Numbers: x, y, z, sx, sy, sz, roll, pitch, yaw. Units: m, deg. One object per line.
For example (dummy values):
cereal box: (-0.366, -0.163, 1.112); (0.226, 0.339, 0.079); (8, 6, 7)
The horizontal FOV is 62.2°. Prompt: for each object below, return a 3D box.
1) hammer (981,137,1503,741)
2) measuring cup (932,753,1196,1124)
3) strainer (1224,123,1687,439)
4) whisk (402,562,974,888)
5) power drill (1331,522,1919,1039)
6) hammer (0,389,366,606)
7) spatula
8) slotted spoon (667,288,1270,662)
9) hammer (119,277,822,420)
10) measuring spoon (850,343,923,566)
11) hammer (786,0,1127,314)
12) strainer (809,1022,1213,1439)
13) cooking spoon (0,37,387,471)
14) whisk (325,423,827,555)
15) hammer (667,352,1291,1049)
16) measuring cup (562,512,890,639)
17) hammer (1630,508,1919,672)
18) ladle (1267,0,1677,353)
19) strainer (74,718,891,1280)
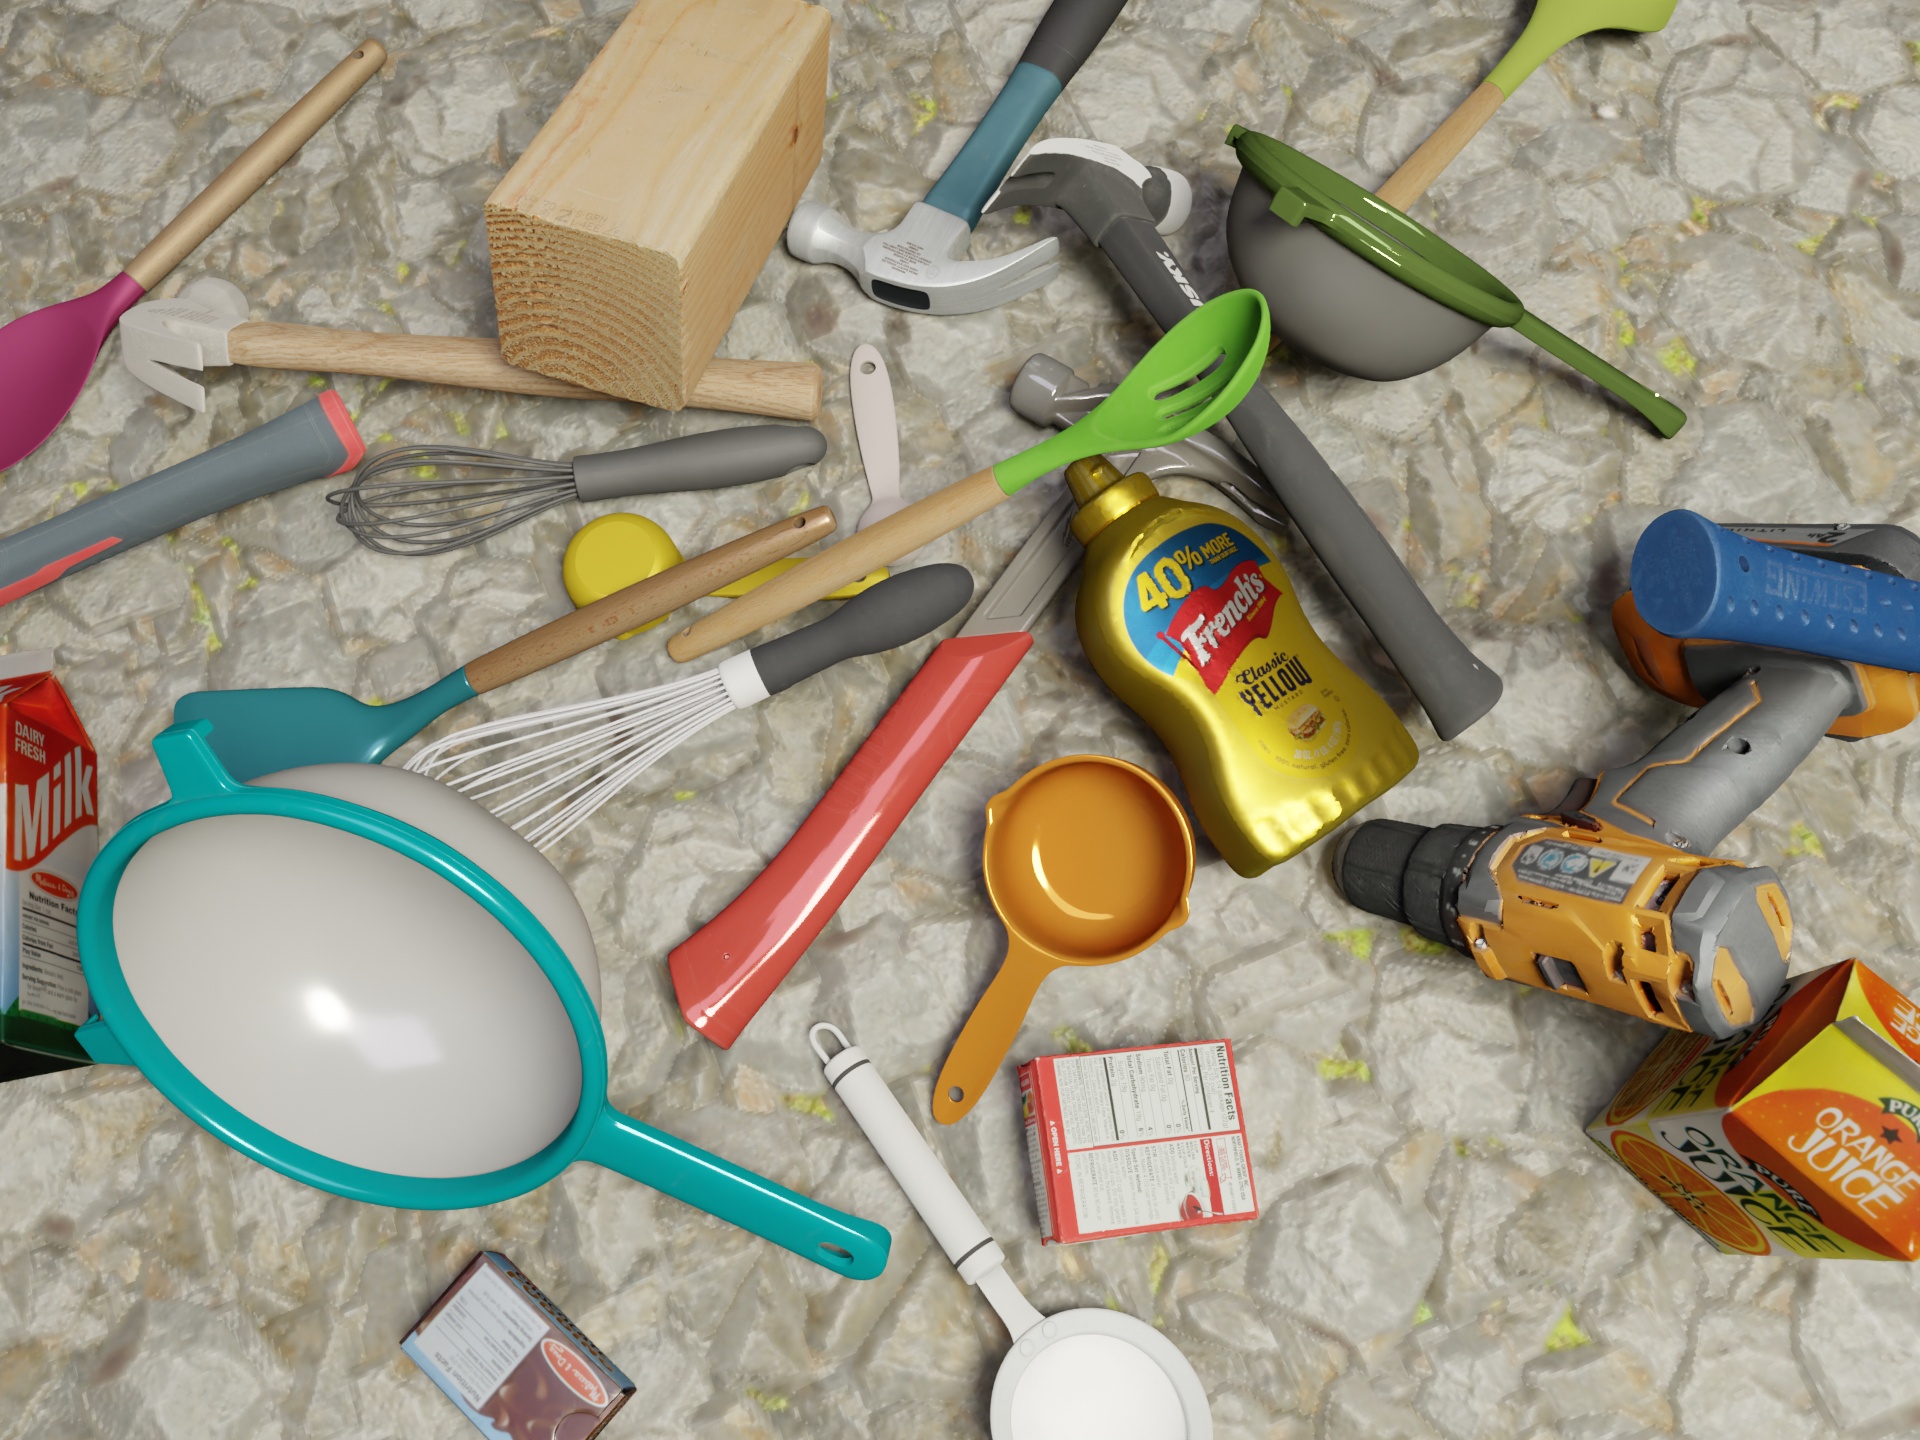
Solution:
hammer: (0.132, -0.134, 0.712); (0.146, 0.035, 0.335); (-9, 62, -49)
measuring cup: (0.037, 0.094, 0.684); (0.095, 0.052, 0.173); (30, 98, 11)
strainer: (0.221, -0.178, 0.740); (0.256, 0.152, 0.069); (26, 117, -15)
whisk: (-0.124, -0.004, 0.700); (0.284, 0.070, 0.070); (-24, 72, -1)
power drill: (0.274, 0.017, 0.654); (0.226, 0.185, 0.084); (-48, 120, -21)
hammer: (-0.463, -0.064, 0.721); (0.386, 0.143, 0.038); (-27, 77, -11)
spatula: (-0.204, -0.031, 0.721); (0.317, 0.044, 0.082); (-24, 67, 6)
slotted spoon: (-0.004, -0.094, 0.692); (0.314, 0.031, 0.070); (-25, 41, 22)
hammer: (-0.233, -0.172, 0.769); (0.331, 0.031, 0.130); (5, 27, -3)
measuring spoon: (-0.040, -0.134, 0.777); (0.034, 0.018, 0.124); (-9, 70, 0)
hammer: (0.047, -0.349, 0.839); (0.128, 0.033, 0.331); (27, 74, 12)
strainer: (0.013, 0.225, 0.641); (0.087, 0.050, 0.259); (-25, 64, -29)
cooking spoon: (-0.415, -0.248, 0.835); (0.069, 0.017, 0.319); (36, 77, 13)
whisk: (-0.183, -0.118, 0.765); (0.239, 0.055, 0.055); (-9, 71, -4)
hammer: (-0.001, -0.002, 0.721); (0.149, 0.036, 0.359); (33, 75, 13)
measuring cup: (-0.112, -0.072, 0.752); (0.156, 0.029, 0.062); (0, 71, 5)
hammer: (0.411, -0.022, 0.606); (0.405, 0.035, 0.144); (6, 79, -27)
ladle: (0.252, -0.295, 0.813); (0.078, 0.062, 0.320); (42, 85, 12)
strainer: (-0.174, 0.121, 0.649); (0.340, 0.211, 0.095); (28, 34, -8)
